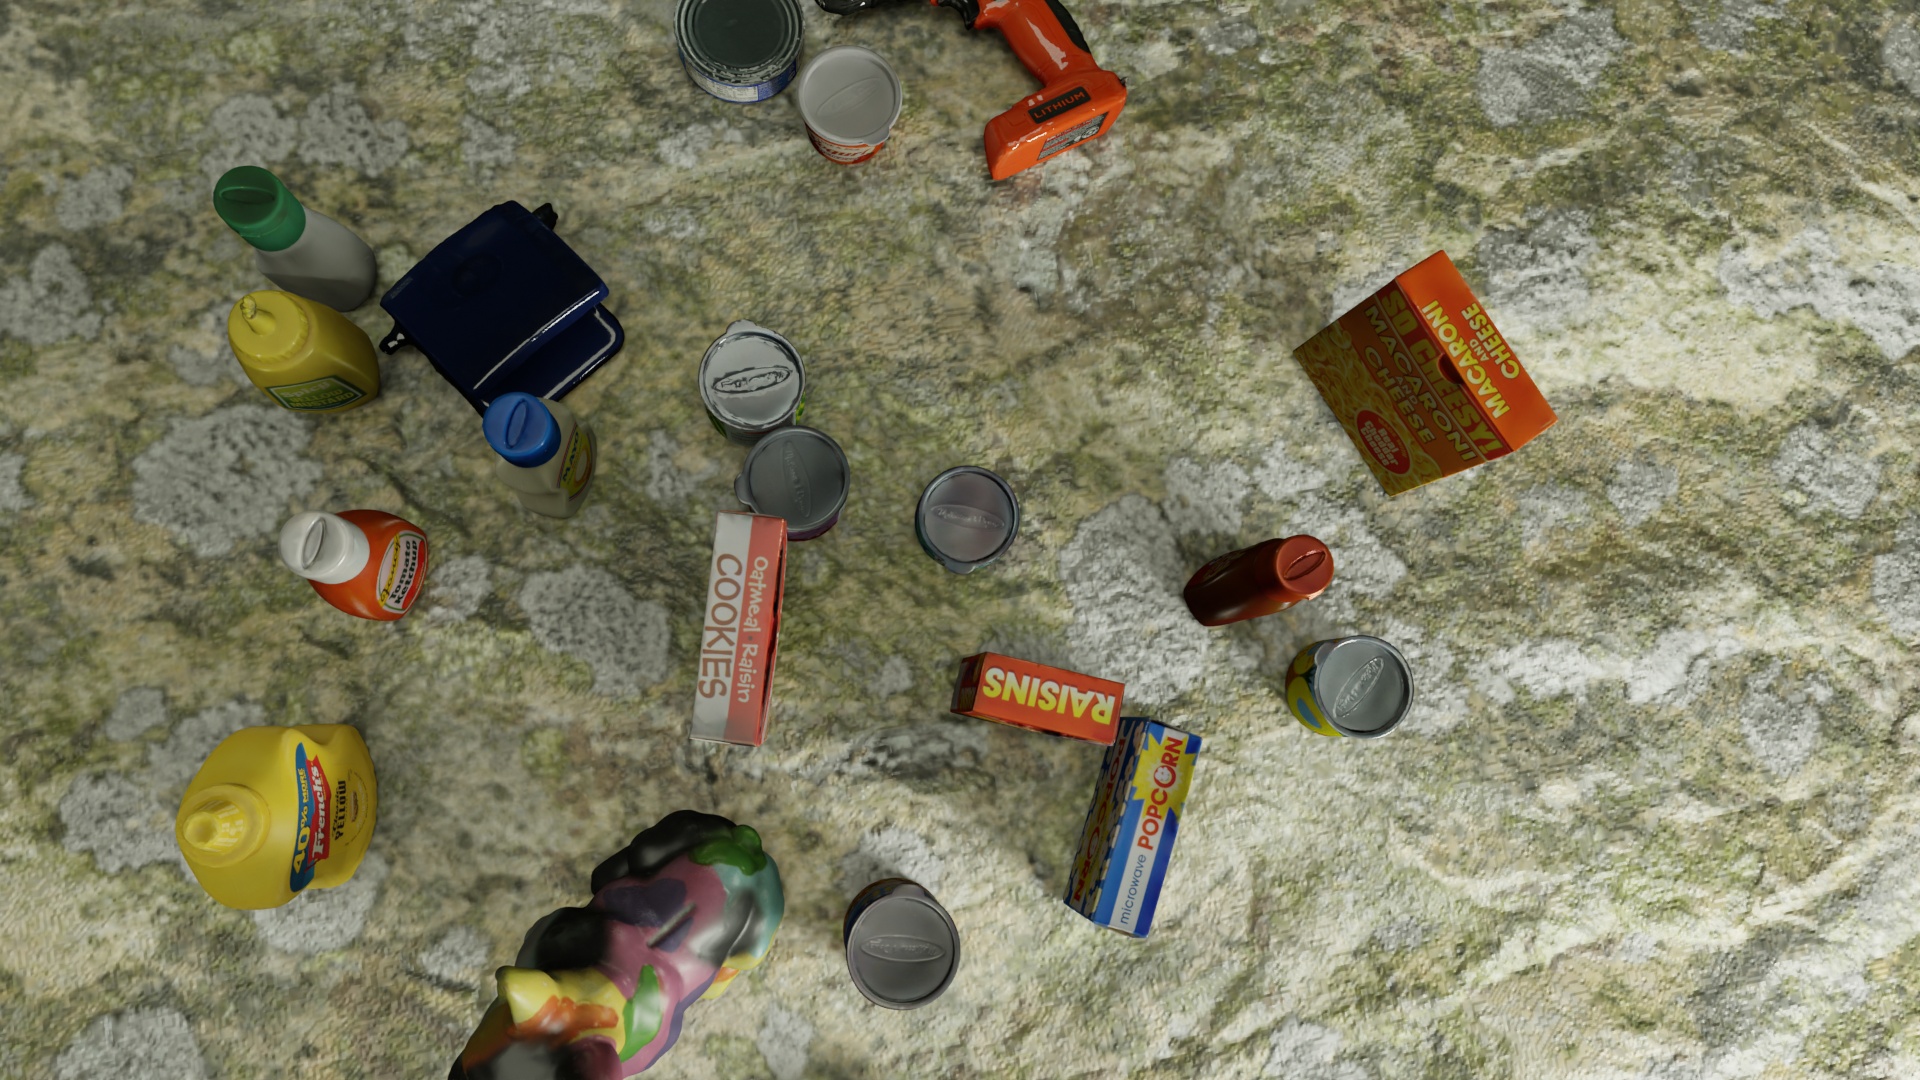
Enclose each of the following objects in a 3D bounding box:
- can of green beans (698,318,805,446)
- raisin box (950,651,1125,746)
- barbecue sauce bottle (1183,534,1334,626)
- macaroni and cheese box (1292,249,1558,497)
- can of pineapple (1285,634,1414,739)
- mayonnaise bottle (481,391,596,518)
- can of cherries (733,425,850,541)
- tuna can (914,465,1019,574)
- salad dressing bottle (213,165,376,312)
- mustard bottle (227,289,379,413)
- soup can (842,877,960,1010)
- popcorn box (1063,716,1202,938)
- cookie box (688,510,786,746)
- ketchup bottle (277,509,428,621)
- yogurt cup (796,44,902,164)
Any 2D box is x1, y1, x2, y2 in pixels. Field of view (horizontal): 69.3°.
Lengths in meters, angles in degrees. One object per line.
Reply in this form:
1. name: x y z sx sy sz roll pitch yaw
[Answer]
1. can of green beans: -0.132 -0.097 0.884 0.071 0.057 0.071 1 83 -7
2. raisin box: 0.043 0.097 0.846 0.086 0.123 0.040 14 82 -5
3. barbecue sauce bottle: 0.187 0.024 0.860 0.065 0.148 0.043 -30 87 -9
4. macaroni and cheese box: 0.287 -0.099 0.880 0.040 0.166 0.123 -33 88 -9
5. can of pineapple: 0.251 0.094 0.904 0.071 0.058 0.071 1 83 -7
6. mayonnaise bottle: -0.247 -0.053 0.819 0.041 0.148 0.065 14 81 -5
7. can of cherries: -0.106 -0.035 0.879 0.071 0.058 0.071 1 83 -7
8. tuna can: 0.003 -0.011 0.902 0.071 0.033 0.071 1 82 -7
9. salad dressing bottle: -0.391 -0.176 0.818 0.064 0.147 0.044 4 83 -6
10. mustard bottle: -0.386 -0.111 0.804 0.065 0.160 0.049 -13 85 -8
11. soup can: -0.037 0.238 0.837 0.071 0.083 0.071 1 83 -7
12. popcorn box: 0.105 0.175 0.862 0.038 0.085 0.127 18 81 -4
13. cookie box: -0.125 0.055 0.809 0.040 0.167 0.123 6 82 -6
14. ketchup bottle: -0.348 0.010 0.798 0.043 0.148 0.065 13 82 -5
15. yogurt cup: -0.074 -0.284 0.919 0.072 0.054 0.072 1 82 -7
